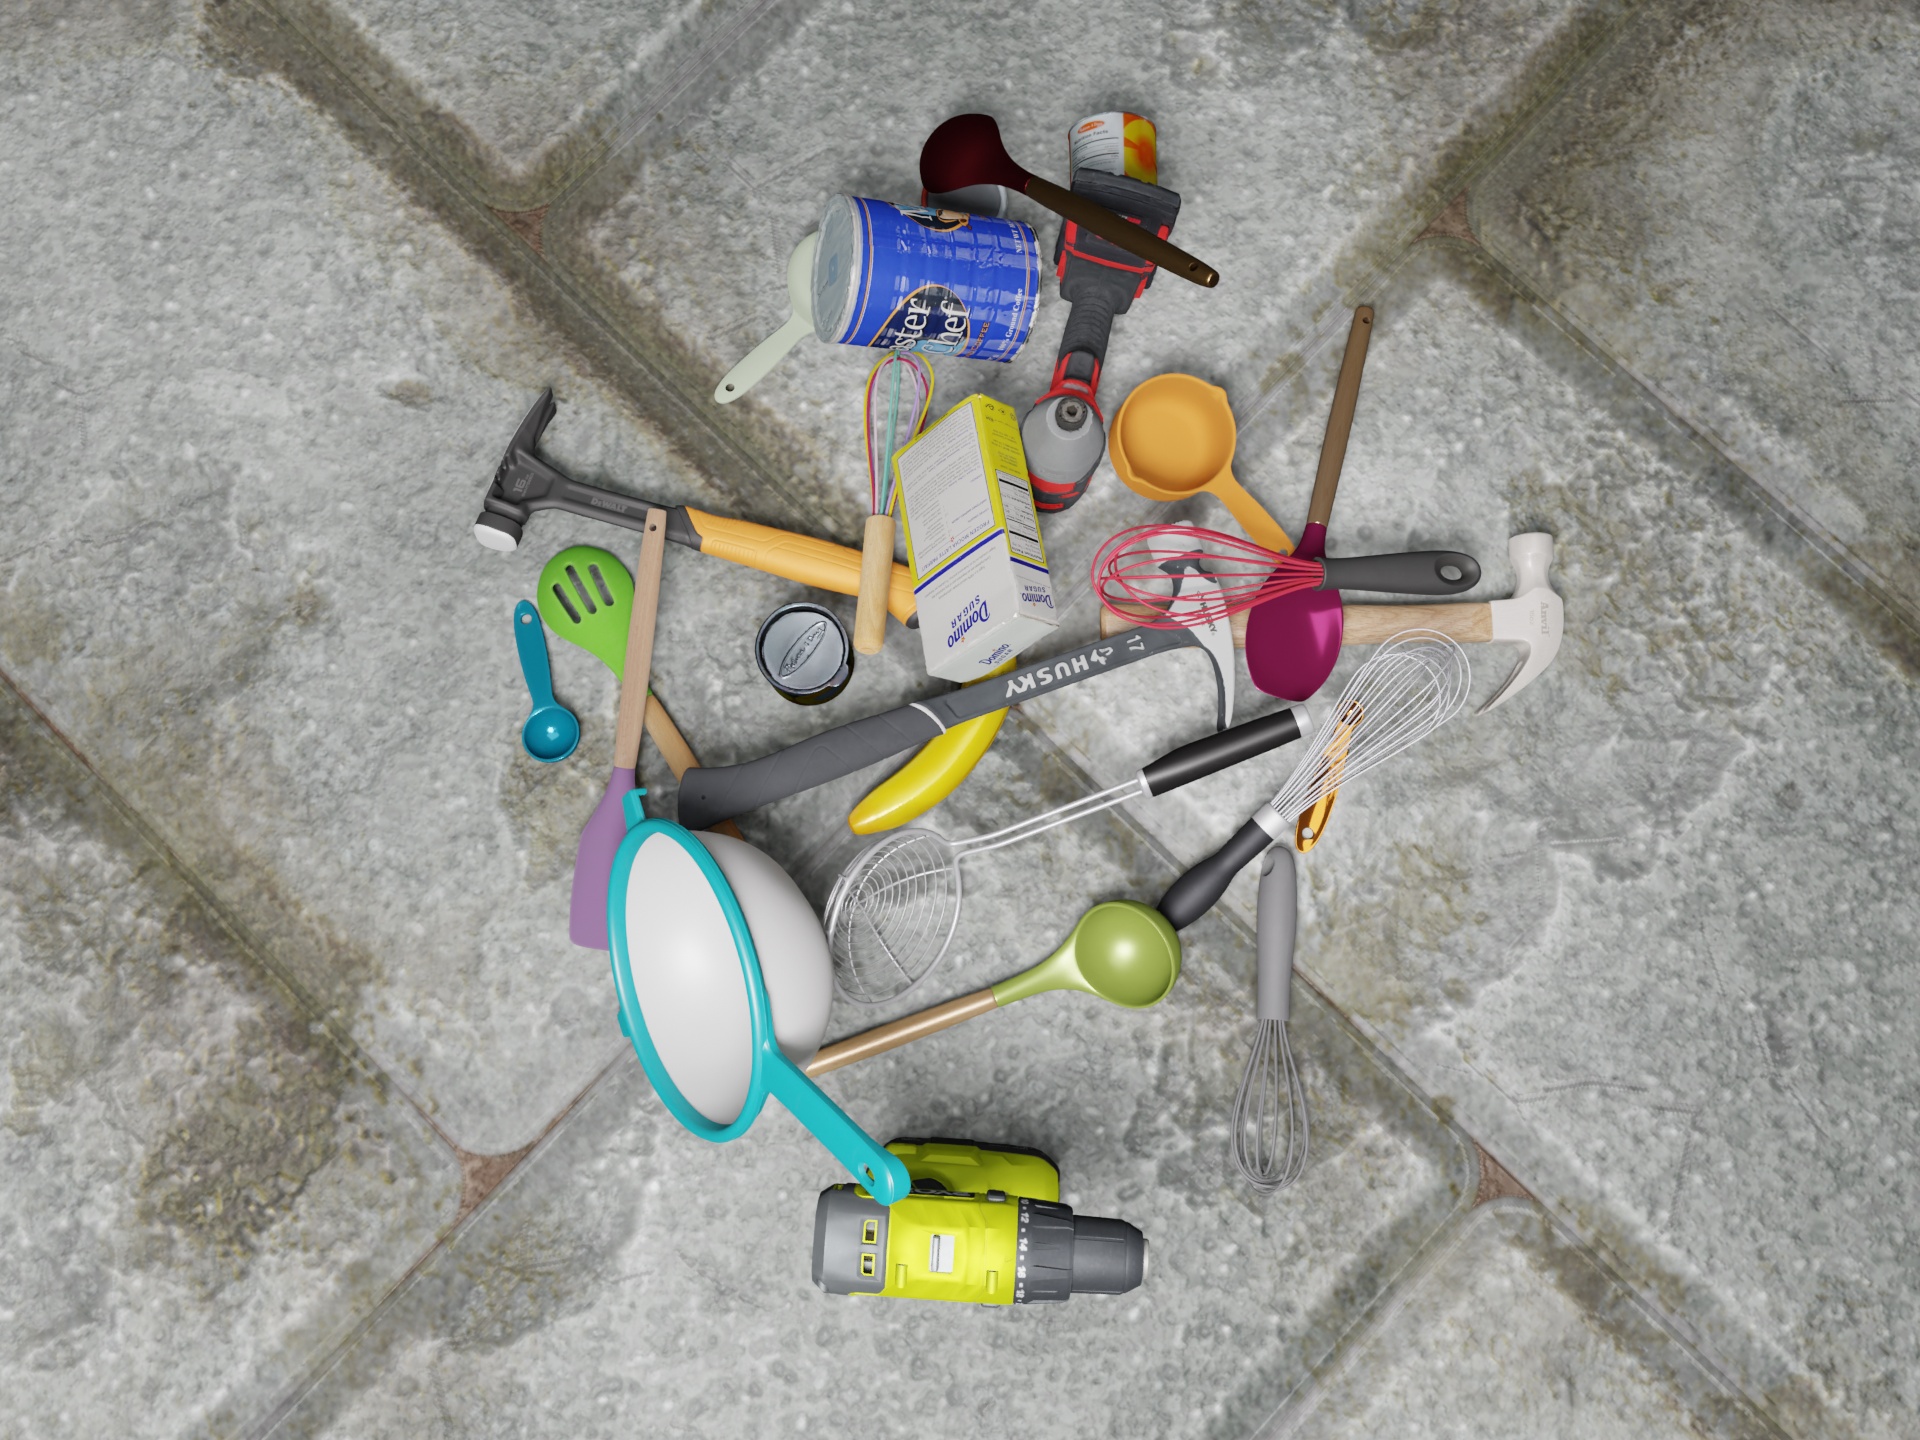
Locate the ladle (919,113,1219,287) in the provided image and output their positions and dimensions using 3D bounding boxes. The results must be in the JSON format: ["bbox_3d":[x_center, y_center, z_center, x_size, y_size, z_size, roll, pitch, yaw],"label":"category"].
[{"bbox_3d":[0.065,-0.354,1.085,0.069,0.031,0.316,-53,51,5],"label":"ladle"}]

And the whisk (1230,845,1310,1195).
[{"bbox_3d":[0.217,0.205,1.101,0.055,0.055,0.239,4,78,1],"label":"whisk"}]

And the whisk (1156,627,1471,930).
[{"bbox_3d":[0.240,0.048,1.104,0.070,0.070,0.284,45,98,7],"label":"whisk"}]

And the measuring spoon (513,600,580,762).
[{"bbox_3d":[-0.305,-0.027,1.162,0.042,0.021,0.129,-16,72,-1],"label":"measuring spoon"}]

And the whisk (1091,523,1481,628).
[{"bbox_3d":[0.226,-0.099,1.087,0.295,0.073,0.073,-2,81,-17],"label":"whisk"}]

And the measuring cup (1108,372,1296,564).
[{"bbox_3d":[0.180,-0.173,1.161,0.095,0.052,0.173,-44,95,-7],"label":"measuring cup"}]

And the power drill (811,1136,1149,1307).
[{"bbox_3d":[0.013,0.315,0.993,0.190,0.228,0.080,3,81,1],"label":"power drill"}]

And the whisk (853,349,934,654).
[{"bbox_3d":[-0.052,-0.163,1.142,0.047,0.051,0.245,9,70,-10],"label":"whisk"}]

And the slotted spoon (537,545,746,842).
[{"bbox_3d":[-0.213,0.006,1.147,0.070,0.031,0.314,-31,83,-8],"label":"slotted spoon"}]

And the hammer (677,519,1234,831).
[{"bbox_3d":[-0.002,-0.004,1.103,0.409,0.036,0.149,-20,84,-5],"label":"hammer"}]

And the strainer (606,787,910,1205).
[{"bbox_3d":[-0.107,0.184,0.997,0.095,0.341,0.211,-12,119,-36],"label":"strainer"}]

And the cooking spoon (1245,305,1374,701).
[{"bbox_3d":[0.263,-0.162,1.149,0.068,0.017,0.319,17,73,-2],"label":"cooking spoon"}]

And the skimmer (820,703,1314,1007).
[{"bbox_3d":[0.076,0.085,1.075,0.363,0.127,0.090,-22,40,5],"label":"skimmer"}]

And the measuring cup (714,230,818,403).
[{"bbox_3d":[-0.124,-0.300,1.186,0.083,0.038,0.167,44,82,7],"label":"measuring cup"}]

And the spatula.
[{"bbox_3d":[-0.232,0.008,1.125,0.060,0.018,0.316,8,94,1],"label":"spatula"}]

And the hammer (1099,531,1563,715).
[{"bbox_3d":[0.267,-0.067,1.150,0.331,0.031,0.130,-1,81,1],"label":"hammer"}]

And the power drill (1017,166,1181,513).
[{"bbox_3d":[0.089,-0.267,1.128,0.078,0.143,0.220,15,79,0],"label":"power drill"}]

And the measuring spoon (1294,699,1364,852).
[{"bbox_3d":[0.264,0.040,1.145,0.021,0.011,0.117,20,85,2],"label":"measuring spoon"}]

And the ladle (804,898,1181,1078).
[{"bbox_3d":[-0.001,0.203,1.100,0.320,0.062,0.078,-20,93,0],"label":"ladle"}]

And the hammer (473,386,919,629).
[{"bbox_3d":[-0.171,-0.140,1.158,0.337,0.034,0.127,16,67,0],"label":"hammer"}]
